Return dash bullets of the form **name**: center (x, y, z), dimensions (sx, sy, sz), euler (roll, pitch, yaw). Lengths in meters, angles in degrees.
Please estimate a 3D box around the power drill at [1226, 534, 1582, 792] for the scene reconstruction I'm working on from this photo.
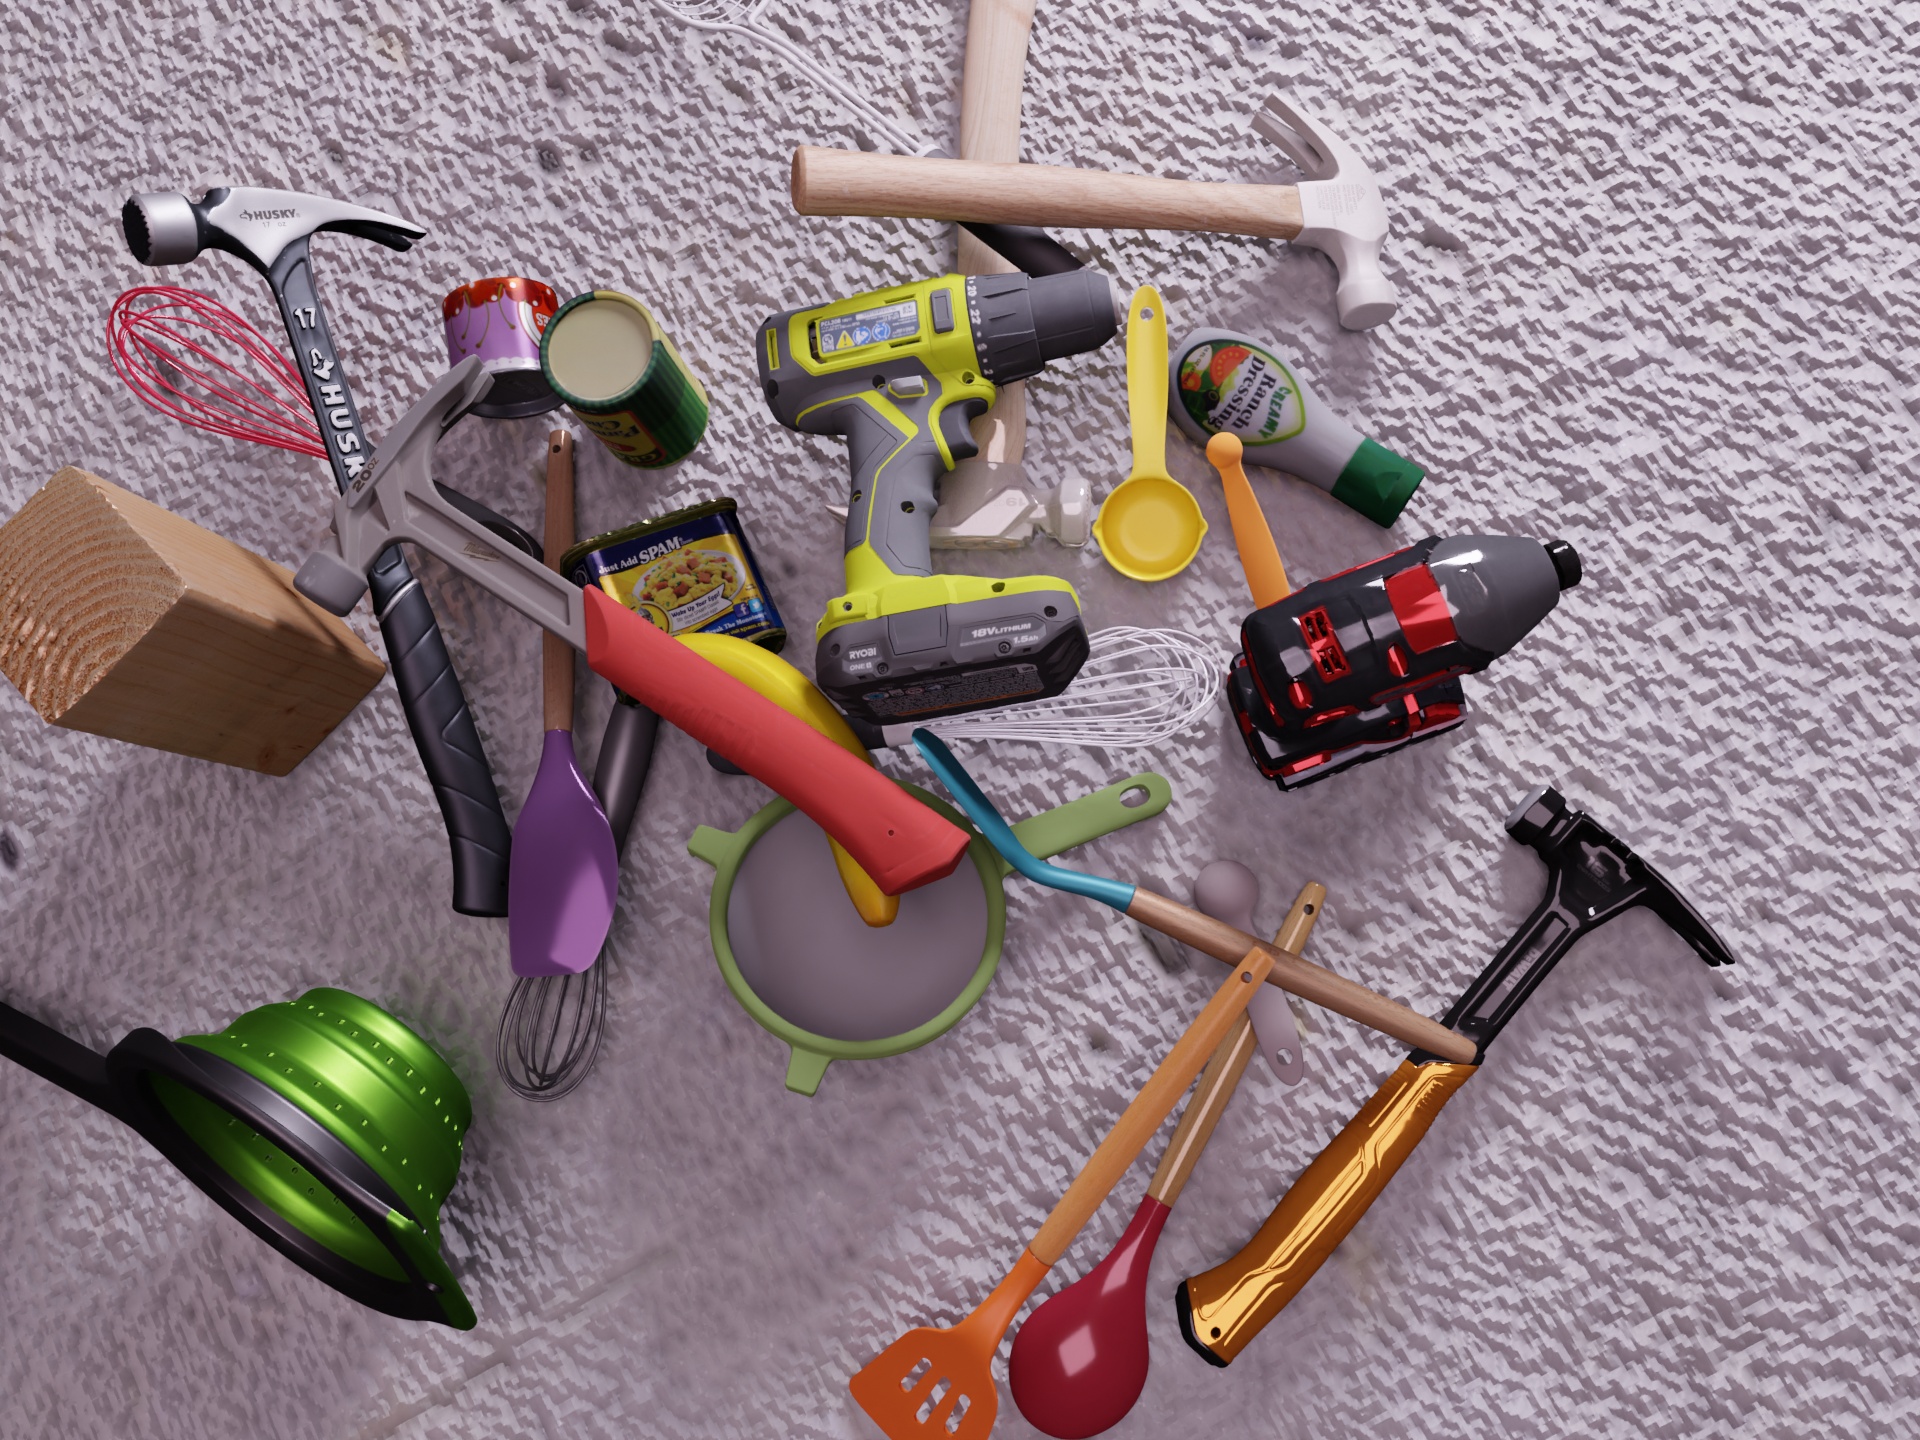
- **power drill**: center (0.200, -0.031, 0.753), dimensions (0.143, 0.219, 0.078), euler (-21, 80, 2)

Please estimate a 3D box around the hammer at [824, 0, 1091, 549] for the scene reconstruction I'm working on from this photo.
- **hammer**: center (0.007, -0.299, 0.910), dimensions (0.146, 0.038, 0.411), euler (1, 81, 7)

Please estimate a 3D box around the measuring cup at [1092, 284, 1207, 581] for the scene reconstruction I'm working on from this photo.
- **measuring cup**: center (0.103, -0.154, 0.861), dimensions (0.062, 0.029, 0.156), euler (0, 96, 11)

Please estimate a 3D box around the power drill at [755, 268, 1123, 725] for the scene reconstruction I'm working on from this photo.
- **power drill**: center (-0.001, -0.125, 0.818), dimensions (0.190, 0.080, 0.229), euler (-10, 72, 9)

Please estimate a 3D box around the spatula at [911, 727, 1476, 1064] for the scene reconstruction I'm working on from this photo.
- **spatula**: center (0.112, 0.090, 0.788), dimensions (0.317, 0.082, 0.044), euler (25, 95, 2)

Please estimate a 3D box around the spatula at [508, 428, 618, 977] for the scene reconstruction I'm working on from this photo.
- **spatula**: center (-0.218, -0.017, 0.872), dimensions (0.060, 0.018, 0.316), euler (-7, 71, 4)

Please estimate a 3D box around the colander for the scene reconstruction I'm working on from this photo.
- **colander**: center (-0.391, 0.182, 0.842), dimensions (0.397, 0.204, 0.094), euler (17, 48, 23)

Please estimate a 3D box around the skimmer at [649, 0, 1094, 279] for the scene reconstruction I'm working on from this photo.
- **skimmer**: center (-0.056, -0.365, 0.866), dimensions (0.363, 0.090, 0.127), euler (42, 53, 10)

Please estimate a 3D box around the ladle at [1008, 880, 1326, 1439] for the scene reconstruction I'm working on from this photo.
- **ladle**: center (0.115, 0.225, 0.821), dimensions (0.069, 0.031, 0.315), euler (28, 83, 3)

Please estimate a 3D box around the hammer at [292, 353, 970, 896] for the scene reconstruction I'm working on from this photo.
- **hammer**: center (-0.147, -0.035, 0.784), dimensions (0.359, 0.036, 0.149), euler (32, 79, 9)

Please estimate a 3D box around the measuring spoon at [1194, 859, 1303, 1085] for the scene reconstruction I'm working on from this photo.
- **measuring spoon**: center (0.150, 0.127, 0.819), dimensions (0.034, 0.018, 0.124), euler (-22, 64, 12)

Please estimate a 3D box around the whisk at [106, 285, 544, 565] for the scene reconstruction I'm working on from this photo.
- **whisk**: center (-0.365, -0.161, 0.916), dimensions (0.296, 0.073, 0.073), euler (31, 85, 3)

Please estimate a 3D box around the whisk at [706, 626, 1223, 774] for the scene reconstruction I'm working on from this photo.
- **whisk**: center (-0.002, -0.004, 0.854), dimensions (0.284, 0.070, 0.070), euler (-9, 80, 9)

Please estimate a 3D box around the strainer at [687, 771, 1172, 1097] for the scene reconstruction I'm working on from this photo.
- **strainer**: center (-0.006, 0.090, 0.843), dimensions (0.256, 0.069, 0.152), euler (-21, 67, -16)

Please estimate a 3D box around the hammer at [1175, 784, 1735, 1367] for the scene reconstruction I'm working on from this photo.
- **hammer**: center (0.236, 0.195, 0.804), dimensions (0.127, 0.034, 0.337), euler (42, 85, 11)

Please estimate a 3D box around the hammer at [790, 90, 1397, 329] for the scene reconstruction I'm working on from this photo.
- **hammer**: center (0.075, -0.279, 0.845), dimensions (0.331, 0.031, 0.130), euler (-2, 75, -17)

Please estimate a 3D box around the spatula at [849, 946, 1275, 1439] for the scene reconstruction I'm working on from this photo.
- **spatula**: center (0.056, 0.242, 0.785), dimensions (0.081, 0.041, 0.322), euler (37, 96, 18)

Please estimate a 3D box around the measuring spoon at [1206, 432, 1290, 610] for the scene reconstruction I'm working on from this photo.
- **measuring spoon**: center (0.157, -0.099, 0.857), dimensions (0.021, 0.011, 0.117), euler (-16, 97, 26)

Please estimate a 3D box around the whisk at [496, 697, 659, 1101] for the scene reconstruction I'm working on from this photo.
- **whisk**: center (-0.203, 0.087, 0.866), dimensions (0.055, 0.055, 0.239), euler (11, 78, 7)

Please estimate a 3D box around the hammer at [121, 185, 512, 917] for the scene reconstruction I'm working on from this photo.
- **hammer**: center (-0.305, -0.085, 0.854), dimensions (0.036, 0.149, 0.409), euler (-11, 98, 47)
